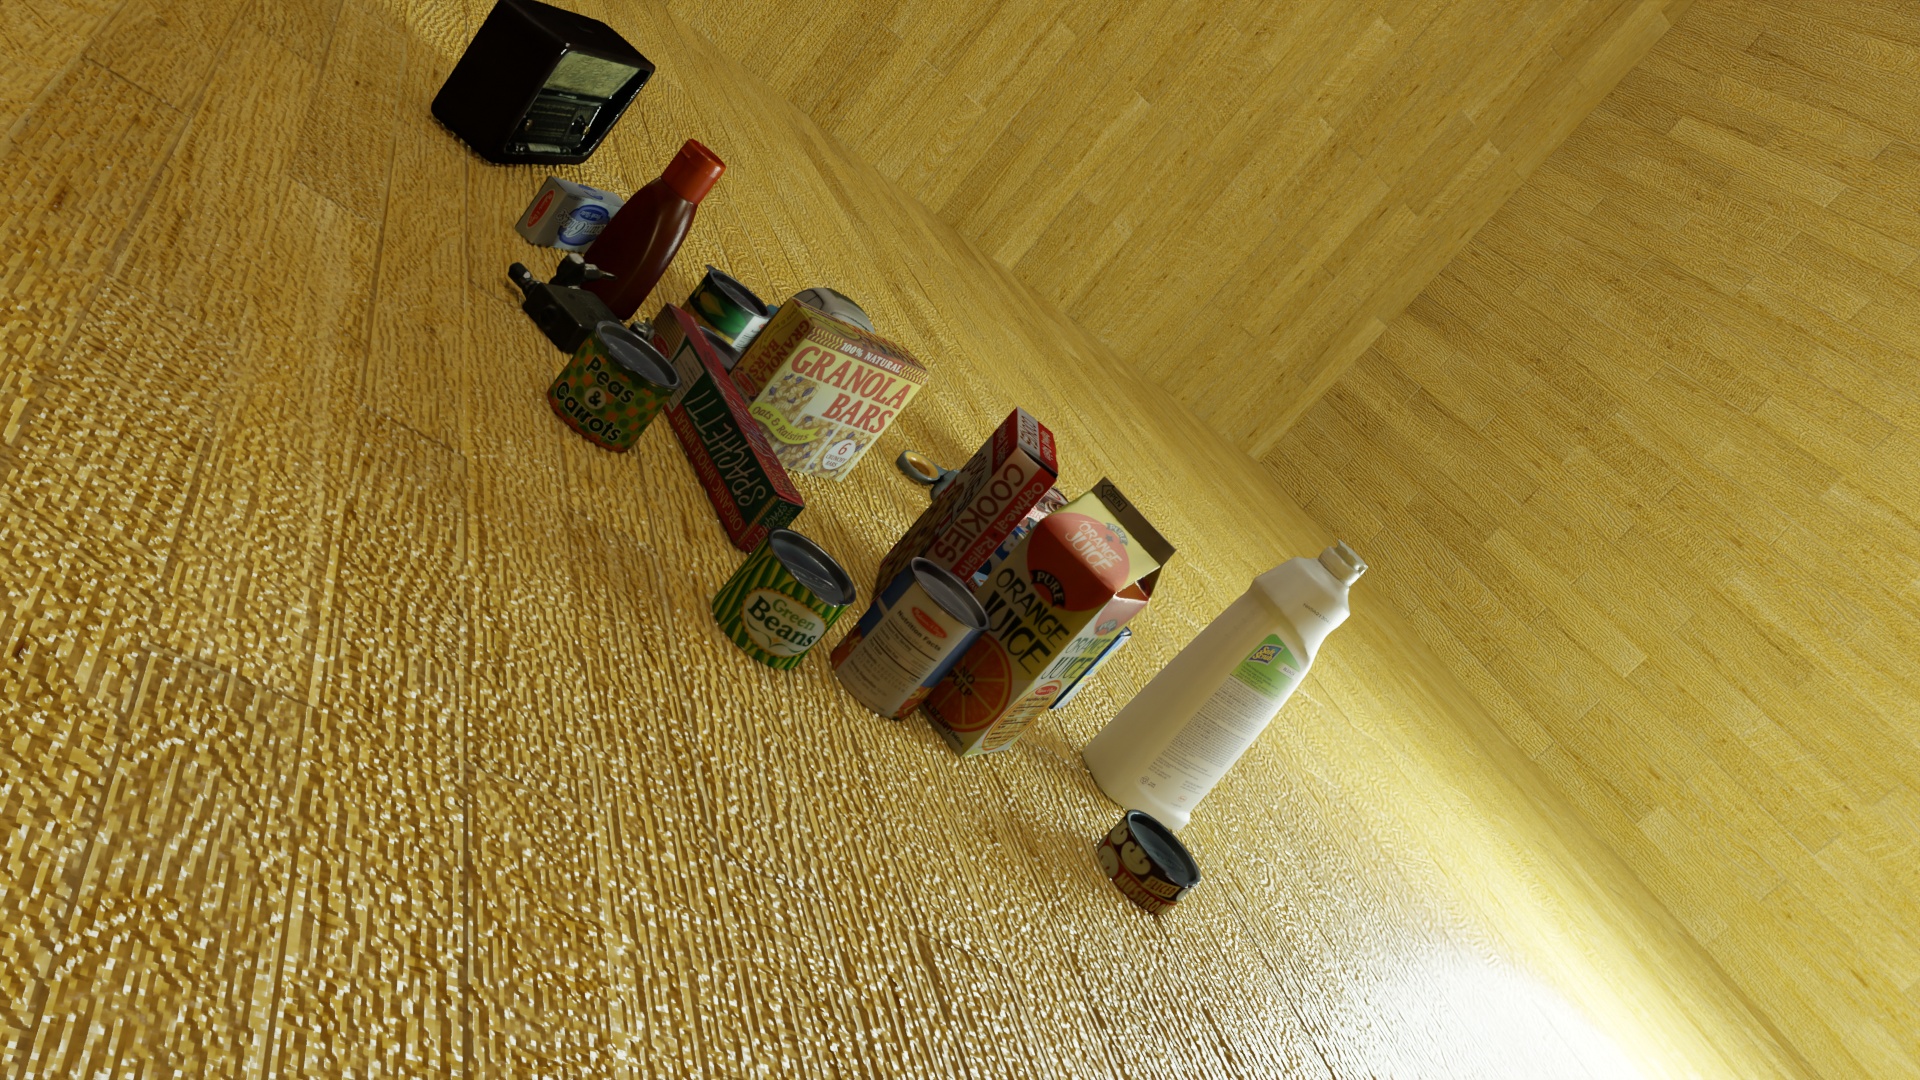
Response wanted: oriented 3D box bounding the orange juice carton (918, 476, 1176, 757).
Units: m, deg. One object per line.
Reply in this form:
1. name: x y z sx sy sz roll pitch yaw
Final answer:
1. orange juice carton: 0.055 0.051 0.918 0.072 0.192 0.073 48 16 22

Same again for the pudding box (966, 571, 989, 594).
1. pudding box: 0.020 0.067 1.057 0.030 0.049 0.084 24 23 -49

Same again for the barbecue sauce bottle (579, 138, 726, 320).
1. barbecue sauce bottle: -0.244 -0.249 1.102 0.065 0.148 0.043 50 17 28

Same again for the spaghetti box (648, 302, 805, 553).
1. spaghetti box: -0.178 -0.085 0.997 0.028 0.050 0.251 26 22 -45

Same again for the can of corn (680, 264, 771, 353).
1. can of corn: -0.210 -0.194 1.204 0.071 0.058 0.071 38 16 -12

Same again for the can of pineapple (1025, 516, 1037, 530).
1. can of pineapple: 0.069 0.023 1.282 0.071 0.057 0.071 38 16 -12

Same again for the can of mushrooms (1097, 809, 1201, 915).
1. can of mushrooms: 0.127 0.218 0.935 0.071 0.033 0.071 38 16 -12

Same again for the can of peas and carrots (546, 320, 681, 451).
1. can of peas and carrots: -0.226 -0.099 0.905 0.071 0.058 0.071 38 16 -12

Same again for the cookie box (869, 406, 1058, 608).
1. cookie box: 0.004 -0.013 1.016 0.040 0.167 0.123 39 15 -11

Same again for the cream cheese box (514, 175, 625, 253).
1. cream cheese box: -0.320 -0.267 1.149 0.024 0.053 0.104 44 15 8

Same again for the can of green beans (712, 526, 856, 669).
1. can of green beans: -0.106 0.035 0.830 0.071 0.057 0.071 38 16 -12

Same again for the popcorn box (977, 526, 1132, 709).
1. popcorn box: 0.063 0.061 1.112 0.127 0.085 0.038 46 15 15

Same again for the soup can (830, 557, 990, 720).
1. soup can: -0.032 0.062 0.885 0.071 0.083 0.071 38 15 -12

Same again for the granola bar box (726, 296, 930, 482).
1. granola bar box: -0.114 -0.114 1.093 0.039 0.124 0.165 49 17 25

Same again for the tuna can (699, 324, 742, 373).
1. tuna can: -0.204 -0.143 1.127 0.071 0.032 0.071 38 16 -12
